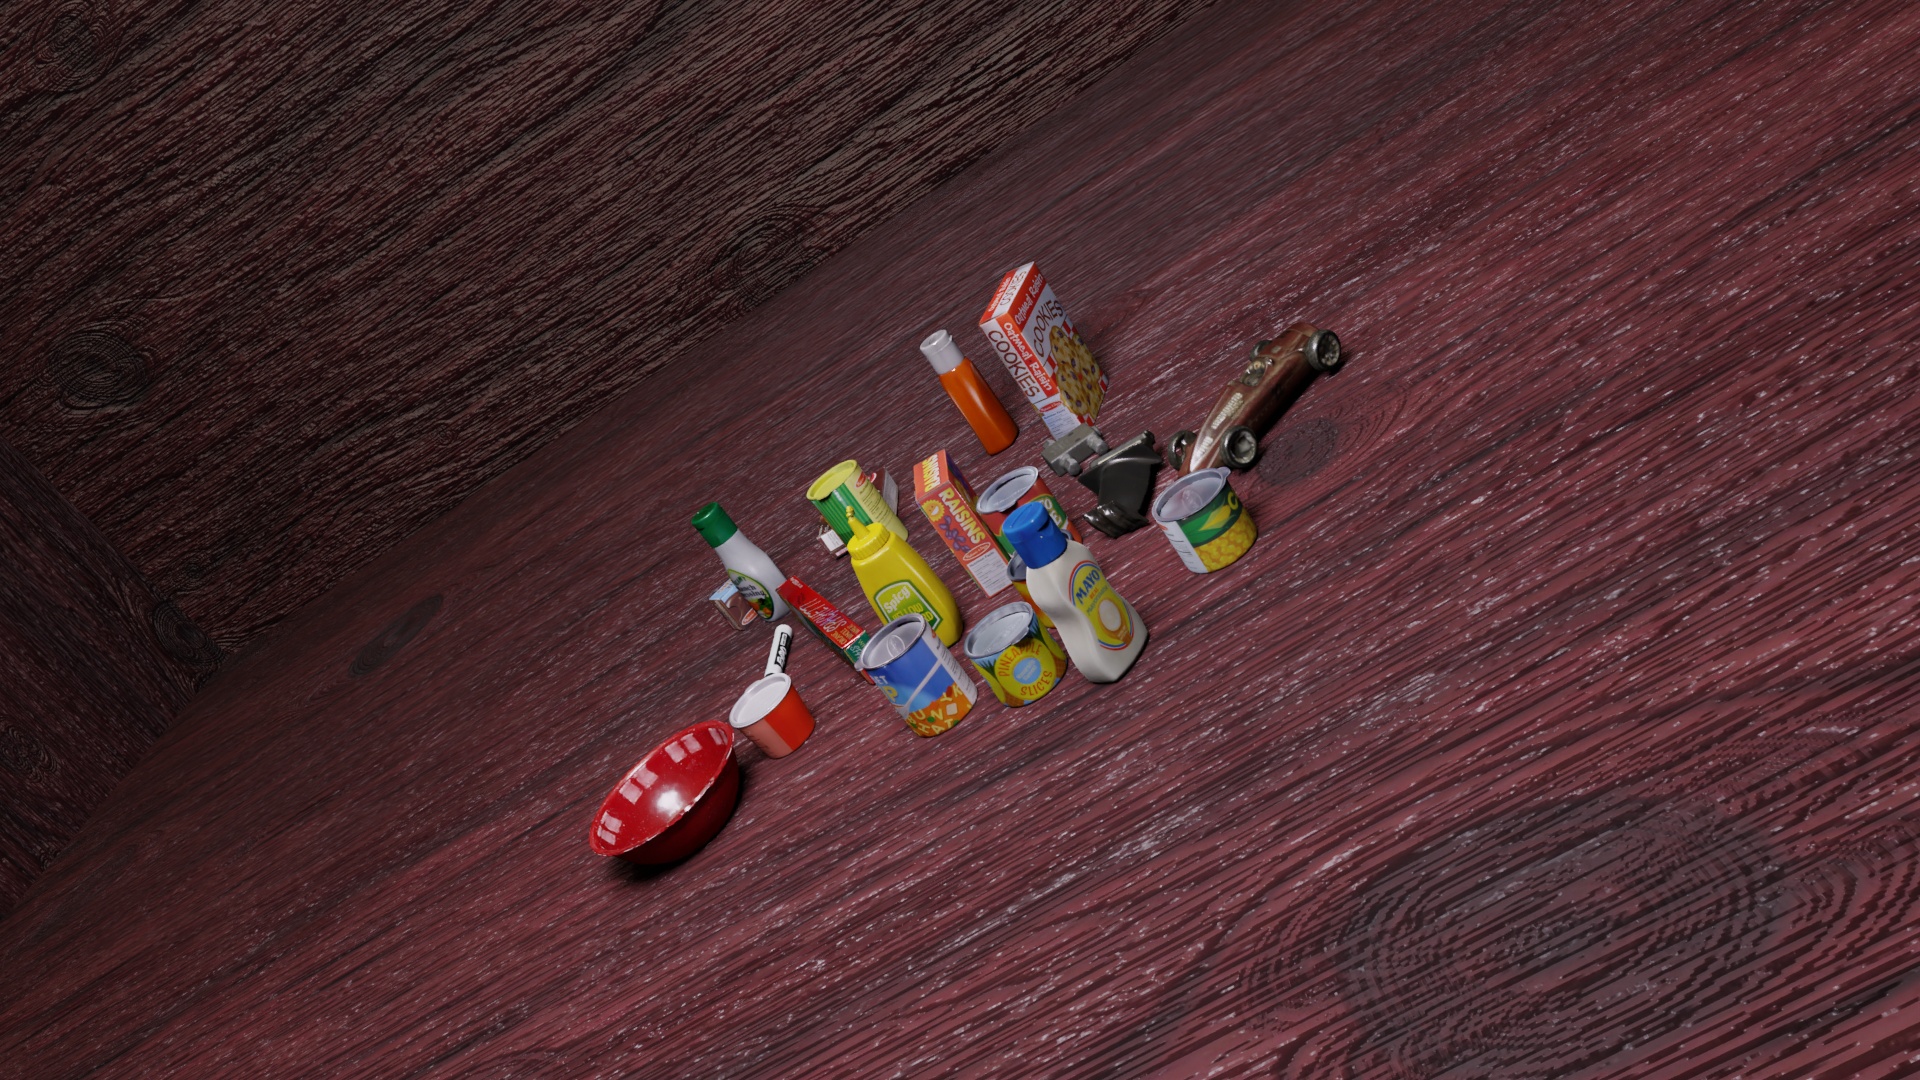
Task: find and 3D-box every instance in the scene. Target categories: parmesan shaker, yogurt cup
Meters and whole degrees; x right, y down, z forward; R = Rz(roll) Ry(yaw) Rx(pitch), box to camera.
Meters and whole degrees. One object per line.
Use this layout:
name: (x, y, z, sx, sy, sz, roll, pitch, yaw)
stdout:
parmesan shaker: (-0.113, -0.027, 1.527, 0.071, 0.103, 0.071, -30, 23, 14)
yogurt cup: (-0.172, 0.166, 1.292, 0.072, 0.054, 0.073, -30, 23, 14)

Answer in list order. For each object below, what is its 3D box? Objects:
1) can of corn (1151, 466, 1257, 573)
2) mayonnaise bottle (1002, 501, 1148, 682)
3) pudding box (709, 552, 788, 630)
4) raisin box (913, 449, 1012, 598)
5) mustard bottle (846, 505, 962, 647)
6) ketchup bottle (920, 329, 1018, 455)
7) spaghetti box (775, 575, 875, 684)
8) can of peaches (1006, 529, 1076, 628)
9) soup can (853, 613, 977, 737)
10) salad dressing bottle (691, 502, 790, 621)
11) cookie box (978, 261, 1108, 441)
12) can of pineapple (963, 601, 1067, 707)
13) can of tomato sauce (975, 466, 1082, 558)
can of corn: (0.200, -0.017, 1.122, 0.071, 0.058, 0.071, -30, 23, 14)
mayonnaise bottle: (0.085, 0.037, 1.057, 0.041, 0.147, 0.065, -8, 35, 49)
pudding box: (-0.245, 0.059, 1.614, 0.030, 0.049, 0.084, -4, 38, 52)
raisin box: (0.005, -0.016, 1.312, 0.040, 0.123, 0.086, -31, 22, 11)
mustard bottle: (-0.060, 0.034, 1.255, 0.065, 0.160, 0.049, -28, 23, 18)
ketchup bottle: (0.010, -0.170, 1.578, 0.043, 0.148, 0.065, -28, 23, 19)
spaghetti box: (-0.131, 0.087, 1.396, 0.029, 0.050, 0.250, -40, 23, -11)
can of peaches: (0.081, 0.033, 1.192, 0.071, 0.058, 0.071, -30, 23, 14)
soup can: (-0.037, 0.115, 1.162, 0.071, 0.083, 0.071, -30, 23, 14)
salad dressing bottle: (-0.242, 0.024, 1.550, 0.064, 0.147, 0.044, -8, 35, 49)
cookie box: (0.092, -0.201, 1.497, 0.040, 0.167, 0.123, -22, 26, 31)
can of pineapple: (0.045, 0.093, 1.122, 0.071, 0.057, 0.071, -30, 23, 14)
can of tomato sauce: (0.064, -0.015, 1.277, 0.071, 0.083, 0.071, -30, 23, 14)
